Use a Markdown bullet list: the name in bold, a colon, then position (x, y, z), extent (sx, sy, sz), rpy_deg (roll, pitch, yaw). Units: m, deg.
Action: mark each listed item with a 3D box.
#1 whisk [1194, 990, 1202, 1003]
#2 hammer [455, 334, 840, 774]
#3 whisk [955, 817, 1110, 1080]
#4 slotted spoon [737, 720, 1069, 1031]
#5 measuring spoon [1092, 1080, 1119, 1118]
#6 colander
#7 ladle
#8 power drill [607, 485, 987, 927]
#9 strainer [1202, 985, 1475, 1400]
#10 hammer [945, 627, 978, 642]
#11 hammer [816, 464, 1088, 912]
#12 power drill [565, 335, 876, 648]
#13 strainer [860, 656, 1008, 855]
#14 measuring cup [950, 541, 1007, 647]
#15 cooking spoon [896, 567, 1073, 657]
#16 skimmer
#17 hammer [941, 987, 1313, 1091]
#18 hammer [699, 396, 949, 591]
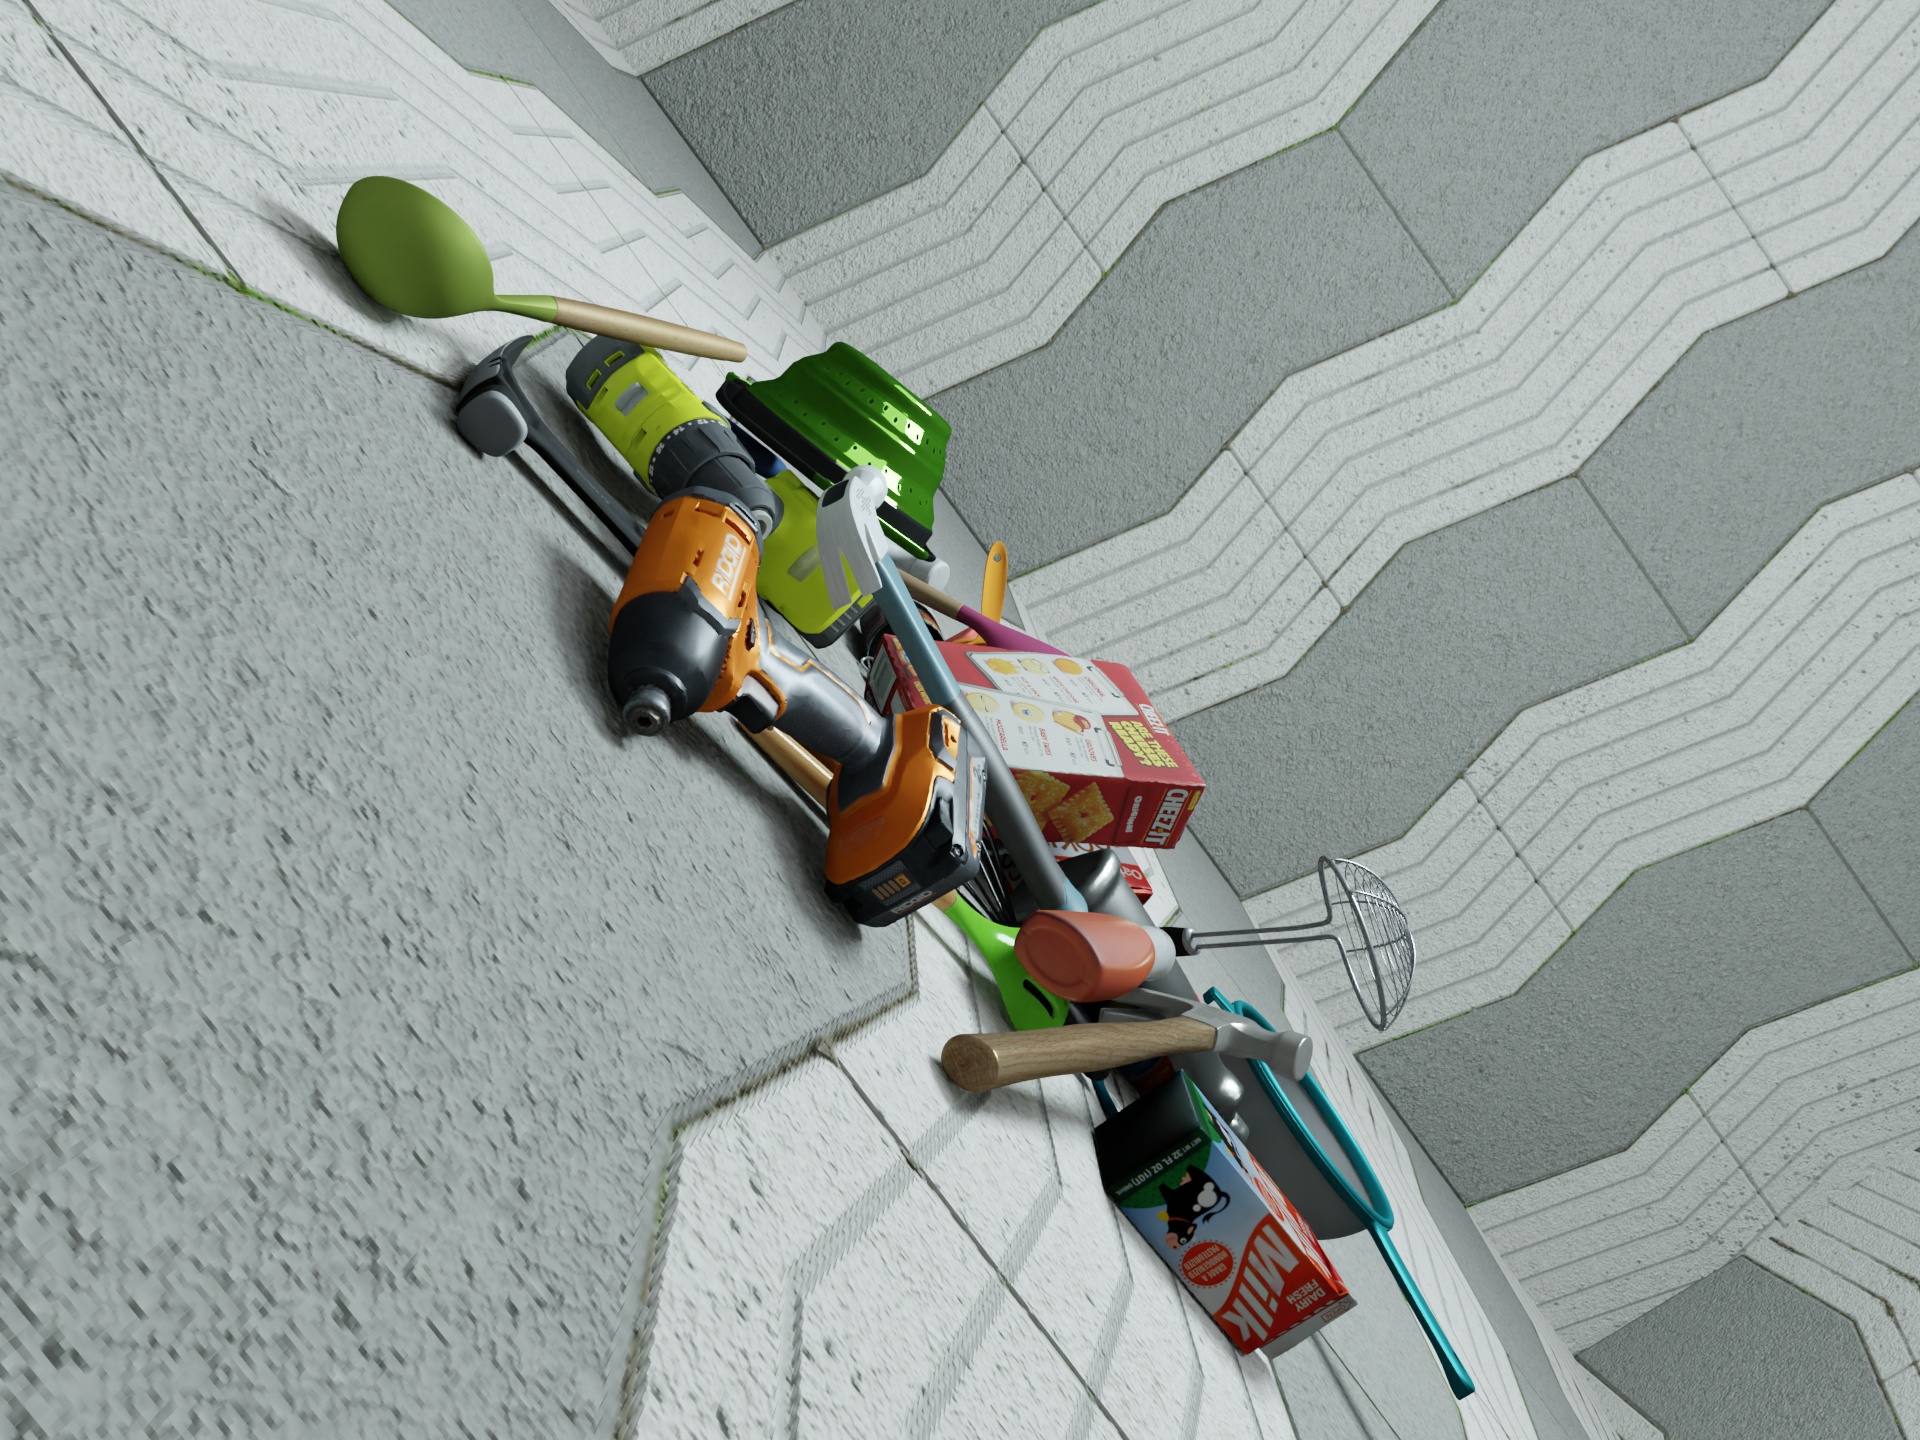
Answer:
- **whisk**: position (0.101, 0.165, 1.289), extent (0.296, 0.073, 0.073), rpy_deg (51, 7, 25)
- **hammer**: position (-0.155, -0.072, 0.908), extent (0.336, 0.034, 0.127), rpy_deg (50, 11, -28)
- **whisk**: position (0.035, 0.141, 1.062), extent (0.239, 0.055, 0.055), rpy_deg (57, 8, -6)
- **slotted spoon**: position (-0.024, 0.095, 0.960), extent (0.313, 0.031, 0.070), rpy_deg (46, 43, -28)
- **measuring spoon**: position (0.106, 0.252, 1.087), extent (0.042, 0.021, 0.129), rpy_deg (48, 9, -35)
- **colander**: position (-0.105, -0.248, 1.257), extent (0.204, 0.094, 0.397), rpy_deg (34, 8, -33)
- **ladle**: position (-0.215, -0.241, 0.900), extent (0.320, 0.078, 0.062), rpy_deg (-9, 105, -63)
- **power drill**: position (-0.086, 0.003, 0.808), extent (0.226, 0.084, 0.164), rpy_deg (46, 28, -26)
- **strainer**: position (0.272, 0.382, 1.243), extent (0.210, 0.095, 0.341), rpy_deg (42, 16, -48)
- **hammer**: position (0.083, 0.072, 1.484), extent (0.358, 0.036, 0.149), rpy_deg (60, 6, -20)
- **hammer**: position (-0.002, -0.003, 1.022), extent (0.331, 0.033, 0.128), rpy_deg (62, 18, -14)
- **power drill**: position (-0.138, -0.137, 1.024), extent (0.191, 0.080, 0.228), rpy_deg (47, 2, 33)
- **strainer**: position (-0.010, 0.031, 1.233), extent (0.259, 0.087, 0.050), rpy_deg (51, -27, 34)
- **measuring cup**: position (0.014, -0.070, 1.388), extent (0.095, 0.173, 0.052), rpy_deg (6, 4, -22)
- **cooking spoon**: position (-0.022, -0.102, 1.332), extent (0.319, 0.017, 0.069), rpy_deg (28, 22, 15)
- **skimmer**: position (0.202, 0.176, 1.224), extent (0.090, 0.363, 0.127), rpy_deg (-18, 92, -37)
- **hammer**: position (0.090, 0.191, 0.947), extent (0.130, 0.031, 0.331), rpy_deg (14, 1, 34)
- **hammer**: position (-0.153, -0.206, 1.340), extent (0.144, 0.035, 0.405), rpy_deg (31, 1, 29)
